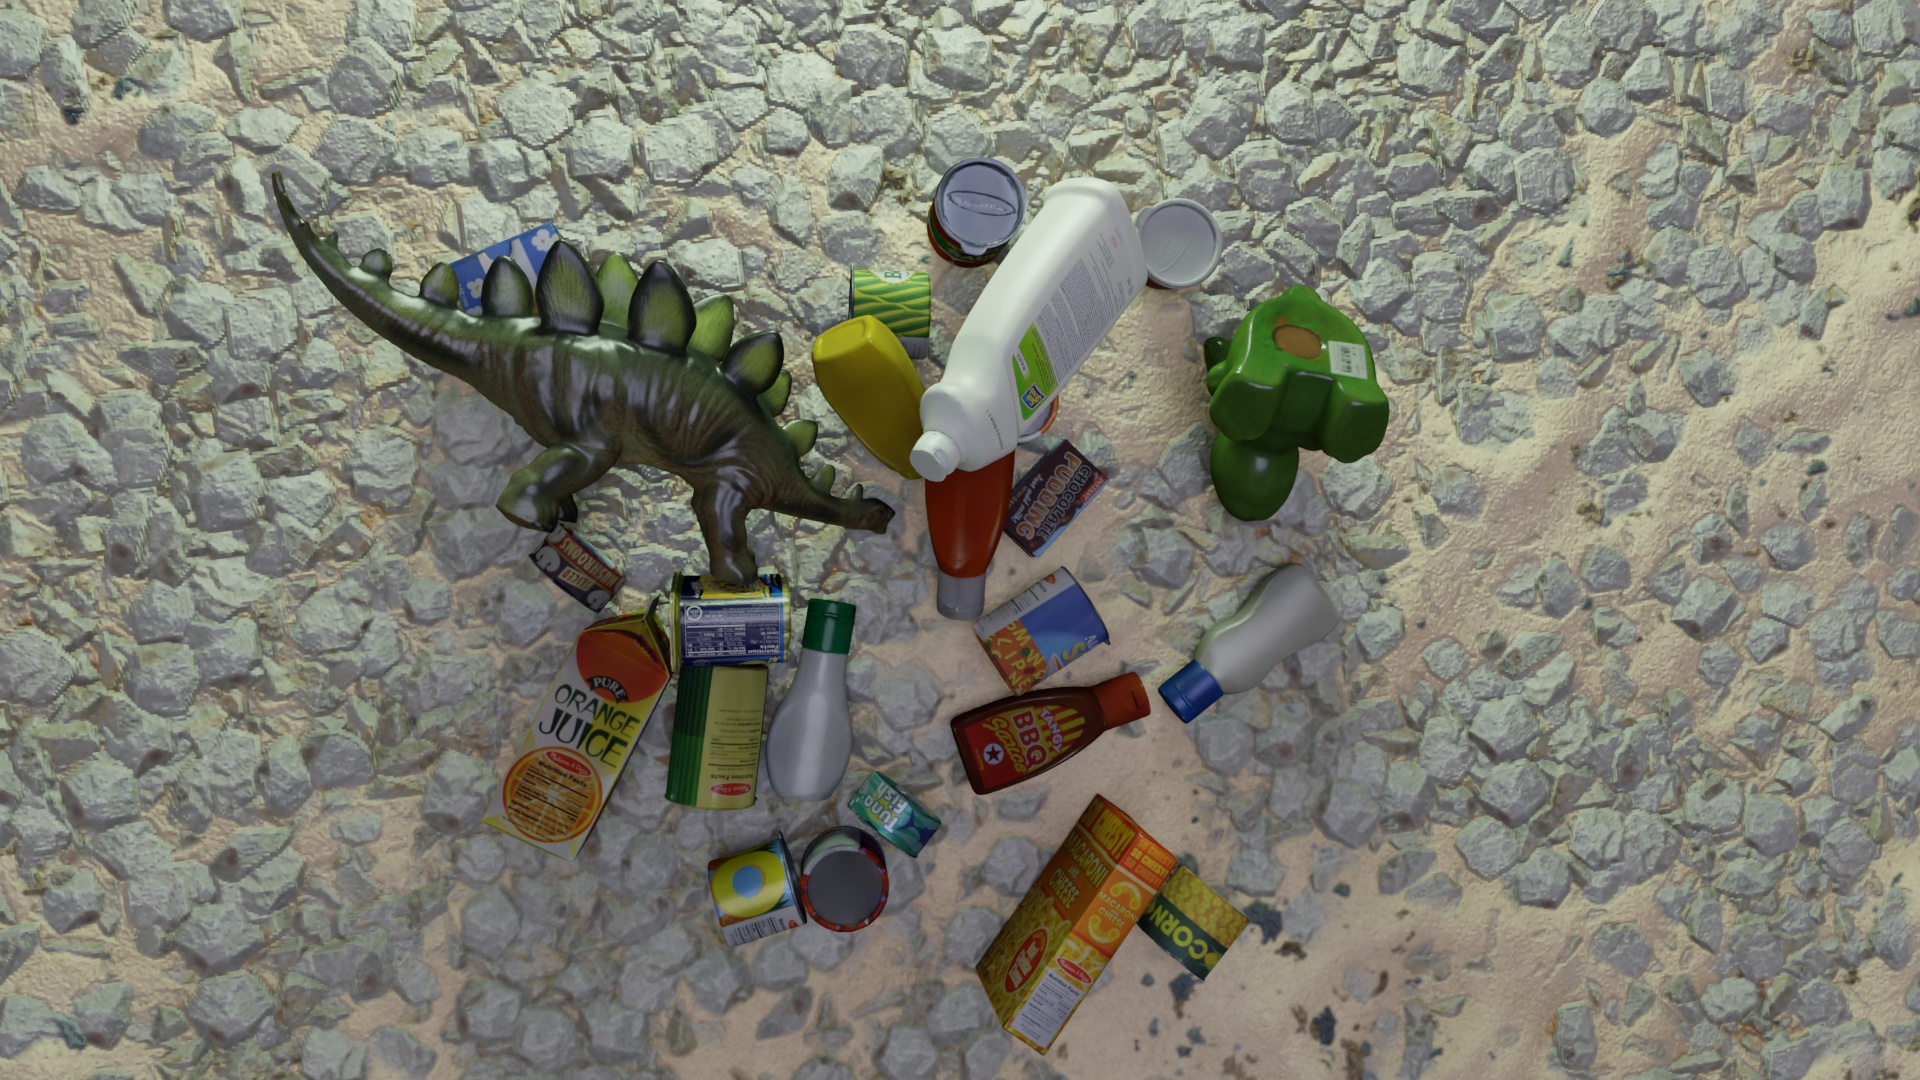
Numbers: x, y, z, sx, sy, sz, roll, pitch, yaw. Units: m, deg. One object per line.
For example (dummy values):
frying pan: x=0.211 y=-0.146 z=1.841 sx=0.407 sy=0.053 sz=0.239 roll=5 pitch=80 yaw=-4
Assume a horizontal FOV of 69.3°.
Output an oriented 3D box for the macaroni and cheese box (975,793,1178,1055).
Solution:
macaroni and cheese box: x=0.083 y=0.278 z=1.026 sx=0.040 sy=0.124 sz=0.166 roll=37 pitch=87 yaw=-9

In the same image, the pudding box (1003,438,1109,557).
pudding box: x=0.068 y=-0.032 z=1.068 sx=0.049 sy=0.030 sz=0.084 roll=44 pitch=86 yaw=-6

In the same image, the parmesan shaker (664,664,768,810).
parmesan shaker: x=-0.177 y=0.141 z=1.025 sx=0.071 sy=0.071 sz=0.103 roll=6 pitch=89 yaw=-7

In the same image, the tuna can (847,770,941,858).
tuna can: x=-0.050 y=0.203 z=1.037 sx=0.071 sy=0.071 sz=0.033 roll=38 pitch=85 yaw=-6

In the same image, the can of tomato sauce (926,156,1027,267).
can of tomato sauce: x=0.010 y=-0.240 z=1.033 sx=0.071 sy=0.083 sz=0.071 roll=0 pitch=91 yaw=-6

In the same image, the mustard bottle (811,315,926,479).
mustard bottle: x=-0.051 y=-0.091 z=1.025 sx=0.065 sy=0.049 sz=0.159 roll=-19 pitch=131 yaw=15

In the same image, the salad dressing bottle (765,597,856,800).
salad dressing bottle: x=-0.108 y=0.118 z=1.043 sx=0.064 sy=0.044 sz=0.147 roll=10 pitch=88 yaw=-5

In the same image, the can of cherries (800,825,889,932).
can of cherries: x=-0.085 y=0.255 z=1.039 sx=0.071 sy=0.058 sz=0.071 roll=0 pitch=90 yaw=-6

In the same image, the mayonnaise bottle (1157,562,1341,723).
mayonnaise bottle: x=0.221 y=0.083 z=1.083 sx=0.148 sy=0.041 sz=0.064 roll=-38 pitch=93 yaw=-4

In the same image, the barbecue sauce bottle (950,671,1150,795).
barbecue sauce bottle: x=0.071 y=0.141 z=1.064 sx=0.149 sy=0.043 sz=0.065 roll=-19 pitch=93 yaw=-6

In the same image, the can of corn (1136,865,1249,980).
can of corn: x=0.178 y=0.292 z=1.064 sx=0.071 sy=0.071 sz=0.058 roll=40 pitch=86 yaw=-6

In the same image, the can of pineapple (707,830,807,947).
can of pineapple: x=-0.151 y=0.259 z=1.029 sx=0.058 sy=0.071 sz=0.071 roll=-17 pitch=93 yaw=-6

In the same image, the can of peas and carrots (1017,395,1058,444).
can of peas and carrots: x=0.038 y=-0.107 z=1.050 sx=0.071 sy=0.058 sz=0.071 roll=0 pitch=91 yaw=-7

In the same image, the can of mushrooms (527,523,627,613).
can of mushrooms: x=-0.277 y=0.020 z=1.008 sx=0.071 sy=0.071 sz=0.033 roll=42 pitch=85 yaw=-5

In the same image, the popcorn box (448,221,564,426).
popcorn box: x=-0.310 y=-0.157 z=1.019 sx=0.085 sy=0.038 sz=0.126 roll=-24 pitch=94 yaw=-5

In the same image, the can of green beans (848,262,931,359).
can of green beans: x=-0.054 y=-0.169 z=1.035 sx=0.058 sy=0.071 sz=0.071 roll=1 pitch=91 yaw=-7

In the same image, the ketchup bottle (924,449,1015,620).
ketchup bottle: x=0.004 y=-0.013 z=1.028 sx=0.065 sy=0.044 sz=0.148 roll=13 pitch=117 yaw=18

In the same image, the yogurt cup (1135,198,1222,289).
yogurt cup: x=0.161 y=-0.223 z=1.065 sx=0.072 sy=0.054 sz=0.072 roll=0 pitch=91 yaw=-7

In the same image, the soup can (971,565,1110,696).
soup can: x=0.061 y=0.071 z=1.050 sx=0.084 sy=0.071 sz=0.071 roll=-32 pitch=94 yaw=-4

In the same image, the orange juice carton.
orange juice carton: x=-0.265 y=0.126 z=1.010 sx=0.073 sy=0.072 sz=0.192 roll=27 pitch=88 yaw=-6
